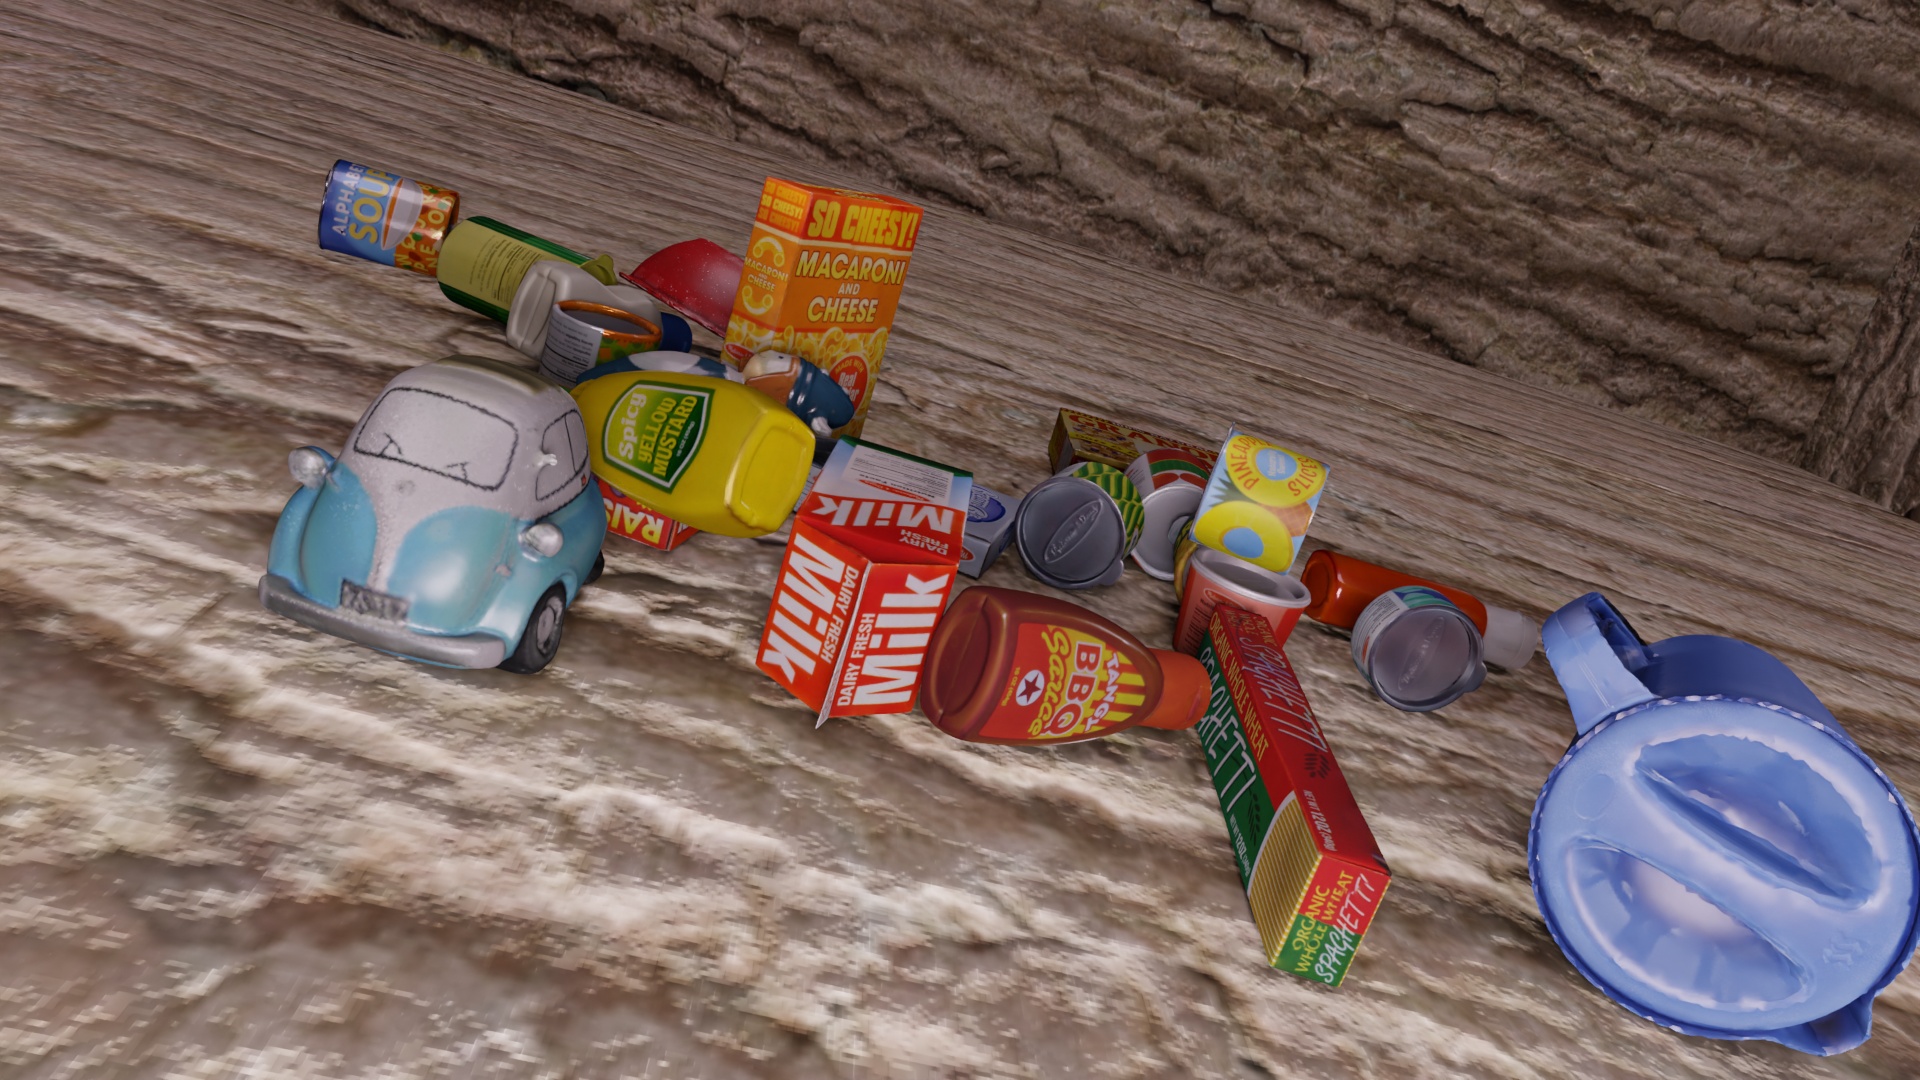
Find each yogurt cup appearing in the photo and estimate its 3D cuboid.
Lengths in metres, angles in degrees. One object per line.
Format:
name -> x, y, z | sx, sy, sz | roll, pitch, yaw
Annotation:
yogurt cup -> 0.150, 0.041, 0.760 | 0.072, 0.053, 0.072 | 16, 18, -5

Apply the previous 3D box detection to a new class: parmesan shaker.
parmesan shaker -> -0.297, -0.180, 0.959 | 0.103, 0.071, 0.071 | 23, 19, 17

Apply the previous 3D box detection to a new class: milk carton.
milk carton -> -0.042, 0.015, 0.629 | 0.073, 0.072, 0.191 | 17, 17, -2

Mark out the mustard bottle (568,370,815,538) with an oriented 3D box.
mustard bottle -> -0.137, -0.045, 0.625 | 0.160, 0.065, 0.049 | 15, -10, 38

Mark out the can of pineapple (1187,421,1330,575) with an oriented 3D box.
can of pineapple -> 0.162, -0.022, 0.755 | 0.058, 0.070, 0.071 | 22, 18, 10

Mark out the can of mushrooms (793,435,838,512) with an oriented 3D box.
can of mushrooms -> -0.069, -0.034, 0.806 | 0.071, 0.033, 0.071 | 16, 18, -5

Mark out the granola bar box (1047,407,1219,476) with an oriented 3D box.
granola bar box -> 0.152, -0.046, 1.040 | 0.166, 0.039, 0.124 | 16, 19, -6

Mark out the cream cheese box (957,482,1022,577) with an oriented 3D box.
cream cheese box -> 0.003, -0.010, 0.820 | 0.053, 0.024, 0.104 | 22, 18, 10

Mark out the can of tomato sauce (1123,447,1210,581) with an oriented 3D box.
can of tomato sauce -> 0.139, -0.017, 0.901 | 0.071, 0.071, 0.083 | 17, 19, -3

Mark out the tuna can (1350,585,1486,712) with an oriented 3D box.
tuna can -> 0.260, 0.062, 0.786 | 0.071, 0.071, 0.033 | 15, 17, -10

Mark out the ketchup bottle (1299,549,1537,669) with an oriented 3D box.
ketchup bottle -> 0.298, 0.047, 0.899 | 0.149, 0.043, 0.065 | 16, 19, -8

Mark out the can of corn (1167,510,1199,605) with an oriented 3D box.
can of corn -> 0.157, 0.015, 0.824 | 0.071, 0.071, 0.058 | 19, 18, 2

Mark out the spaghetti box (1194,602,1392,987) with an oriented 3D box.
spaghetti box -> 0.132, 0.094, 0.597 | 0.029, 0.050, 0.251 | 18, 18, -4

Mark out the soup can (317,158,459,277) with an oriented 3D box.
soup can -> -0.414, -0.234, 1.008 | 0.084, 0.071, 0.071 | 13, 19, -16

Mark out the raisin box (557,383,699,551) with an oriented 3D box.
raisin box -> -0.185, -0.042, 0.713 | 0.123, 0.040, 0.086 | 20, 17, 5

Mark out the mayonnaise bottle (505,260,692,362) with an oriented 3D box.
mayonnaise bottle -> -0.235, -0.143, 0.926 | 0.041, 0.064, 0.148 | 28, 10, 20

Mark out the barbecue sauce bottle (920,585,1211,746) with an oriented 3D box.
barbecue sauce bottle -> 0.052, 0.060, 0.609 | 0.148, 0.064, 0.044 | 13, 11, -43

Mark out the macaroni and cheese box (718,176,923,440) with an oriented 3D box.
macaroni and cheese box -> -0.093, -0.139, 0.876 | 0.040, 0.165, 0.124 | 26, 19, 26

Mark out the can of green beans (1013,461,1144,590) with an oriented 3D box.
can of green beans -> 0.071, -0.010, 0.816 | 0.071, 0.071, 0.058 | 22, 18, 13

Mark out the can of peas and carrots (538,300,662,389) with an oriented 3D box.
can of peas and carrots -> -0.218, -0.108, 0.842 | 0.071, 0.058, 0.071 | 17, 18, -5
